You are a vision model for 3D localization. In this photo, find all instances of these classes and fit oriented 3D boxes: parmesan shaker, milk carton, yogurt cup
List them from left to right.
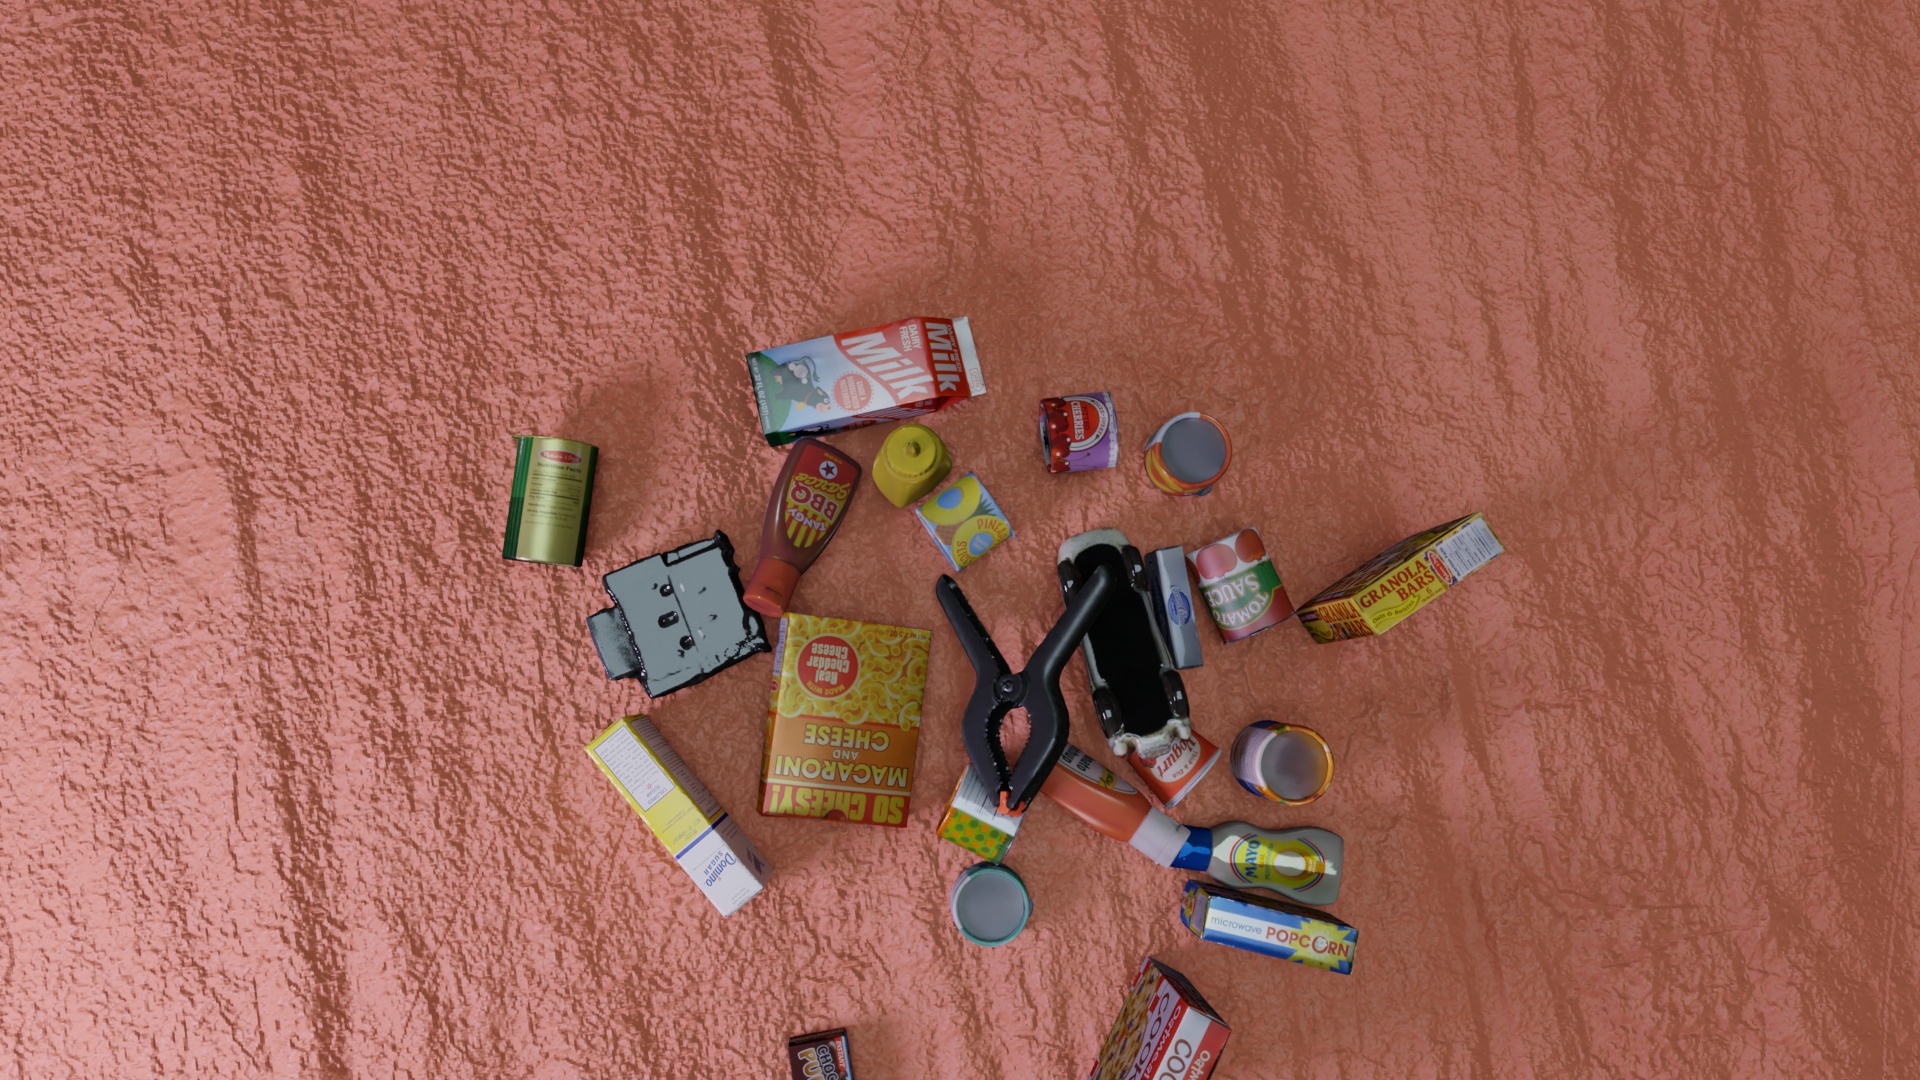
[{"bbox_3d":[-0.345,-0.032,1.157,0.071,0.071,0.103,7,85,-2],"label":"parmesan shaker"},{"bbox_3d":[-0.079,-0.137,1.177,0.191,0.073,0.072,-13,86,-4],"label":"milk carton"},{"bbox_3d":[0.177,0.183,1.164,0.054,0.072,0.072,43,84,10],"label":"yogurt cup"}]

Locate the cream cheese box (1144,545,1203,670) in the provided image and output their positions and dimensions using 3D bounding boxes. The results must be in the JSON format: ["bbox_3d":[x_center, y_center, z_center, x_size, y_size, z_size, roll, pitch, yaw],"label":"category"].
[{"bbox_3d":[0.181,0.058,1.180,0.024,0.053,0.104,-9,85,-6],"label":"cream cheese box"}]

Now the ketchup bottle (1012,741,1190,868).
[{"bbox_3d":[0.117,0.213,1.144,0.149,0.065,0.043,33,106,12],"label":"ketchup bottle"}]

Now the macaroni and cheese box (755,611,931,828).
[{"bbox_3d":[-0.097,0.149,1.151,0.124,0.040,0.166,8,84,-16],"label":"macaroni and cheese box"}]

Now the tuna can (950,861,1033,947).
[{"bbox_3d":[0.027,0.304,1.159,0.071,0.033,0.071,0,84,-2],"label":"tuna can"}]

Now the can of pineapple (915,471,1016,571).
[{"bbox_3d":[0.004,-0.015,1.171,0.058,0.071,0.071,-35,87,-4],"label":"can of pineapple"}]

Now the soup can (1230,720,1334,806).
[{"bbox_3d":[0.270,0.185,1.157,0.071,0.083,0.071,0,85,-3],"label":"soup can"}]

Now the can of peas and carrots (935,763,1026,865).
[{"bbox_3d":[0.018,0.228,1.151,0.059,0.071,0.071,26,84,0],"label":"can of peas and carrots"}]

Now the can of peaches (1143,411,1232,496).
[{"bbox_3d":[0.196,-0.072,1.191,0.071,0.058,0.071,0,84,-2],"label":"can of peaches"}]

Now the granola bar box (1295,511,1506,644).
[{"bbox_3d":[0.354,0.034,1.135,0.124,0.165,0.039,-33,85,-5],"label":"granola bar box"}]

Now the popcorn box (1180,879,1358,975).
[{"bbox_3d":[0.251,0.317,1.142,0.127,0.085,0.038,14,84,-1],"label":"popcorn box"}]

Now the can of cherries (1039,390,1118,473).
[{"bbox_3d":[0.100,-0.093,1.182,0.058,0.071,0.071,-6,85,-3],"label":"can of cherries"}]

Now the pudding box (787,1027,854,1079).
[{"bbox_3d":[-0.111,0.449,1.140,0.050,0.030,0.083,-9,85,-4],"label":"pudding box"}]

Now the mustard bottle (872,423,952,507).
[{"bbox_3d":[-0.039,-0.066,1.129,0.065,0.160,0.049,-39,86,-6],"label":"mustard bottle"}]

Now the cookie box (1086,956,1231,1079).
[{"bbox_3d":[0.151,0.407,1.087,0.040,0.167,0.123,27,84,-1],"label":"cookie box"}]

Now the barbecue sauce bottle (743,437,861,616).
[{"bbox_3d":[-0.136,-0.009,1.155,0.065,0.043,0.149,29,65,-18],"label":"barbecue sauce bottle"}]

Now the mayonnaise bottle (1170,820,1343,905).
[{"bbox_3d":[0.244,0.266,1.168,0.148,0.041,0.065,8,84,-1],"label":"mayonnaise bottle"}]

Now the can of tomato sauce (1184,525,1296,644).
[{"bbox_3d":[0.236,0.038,1.177,0.071,0.071,0.083,-24,86,-4],"label":"can of tomato sauce"}]
